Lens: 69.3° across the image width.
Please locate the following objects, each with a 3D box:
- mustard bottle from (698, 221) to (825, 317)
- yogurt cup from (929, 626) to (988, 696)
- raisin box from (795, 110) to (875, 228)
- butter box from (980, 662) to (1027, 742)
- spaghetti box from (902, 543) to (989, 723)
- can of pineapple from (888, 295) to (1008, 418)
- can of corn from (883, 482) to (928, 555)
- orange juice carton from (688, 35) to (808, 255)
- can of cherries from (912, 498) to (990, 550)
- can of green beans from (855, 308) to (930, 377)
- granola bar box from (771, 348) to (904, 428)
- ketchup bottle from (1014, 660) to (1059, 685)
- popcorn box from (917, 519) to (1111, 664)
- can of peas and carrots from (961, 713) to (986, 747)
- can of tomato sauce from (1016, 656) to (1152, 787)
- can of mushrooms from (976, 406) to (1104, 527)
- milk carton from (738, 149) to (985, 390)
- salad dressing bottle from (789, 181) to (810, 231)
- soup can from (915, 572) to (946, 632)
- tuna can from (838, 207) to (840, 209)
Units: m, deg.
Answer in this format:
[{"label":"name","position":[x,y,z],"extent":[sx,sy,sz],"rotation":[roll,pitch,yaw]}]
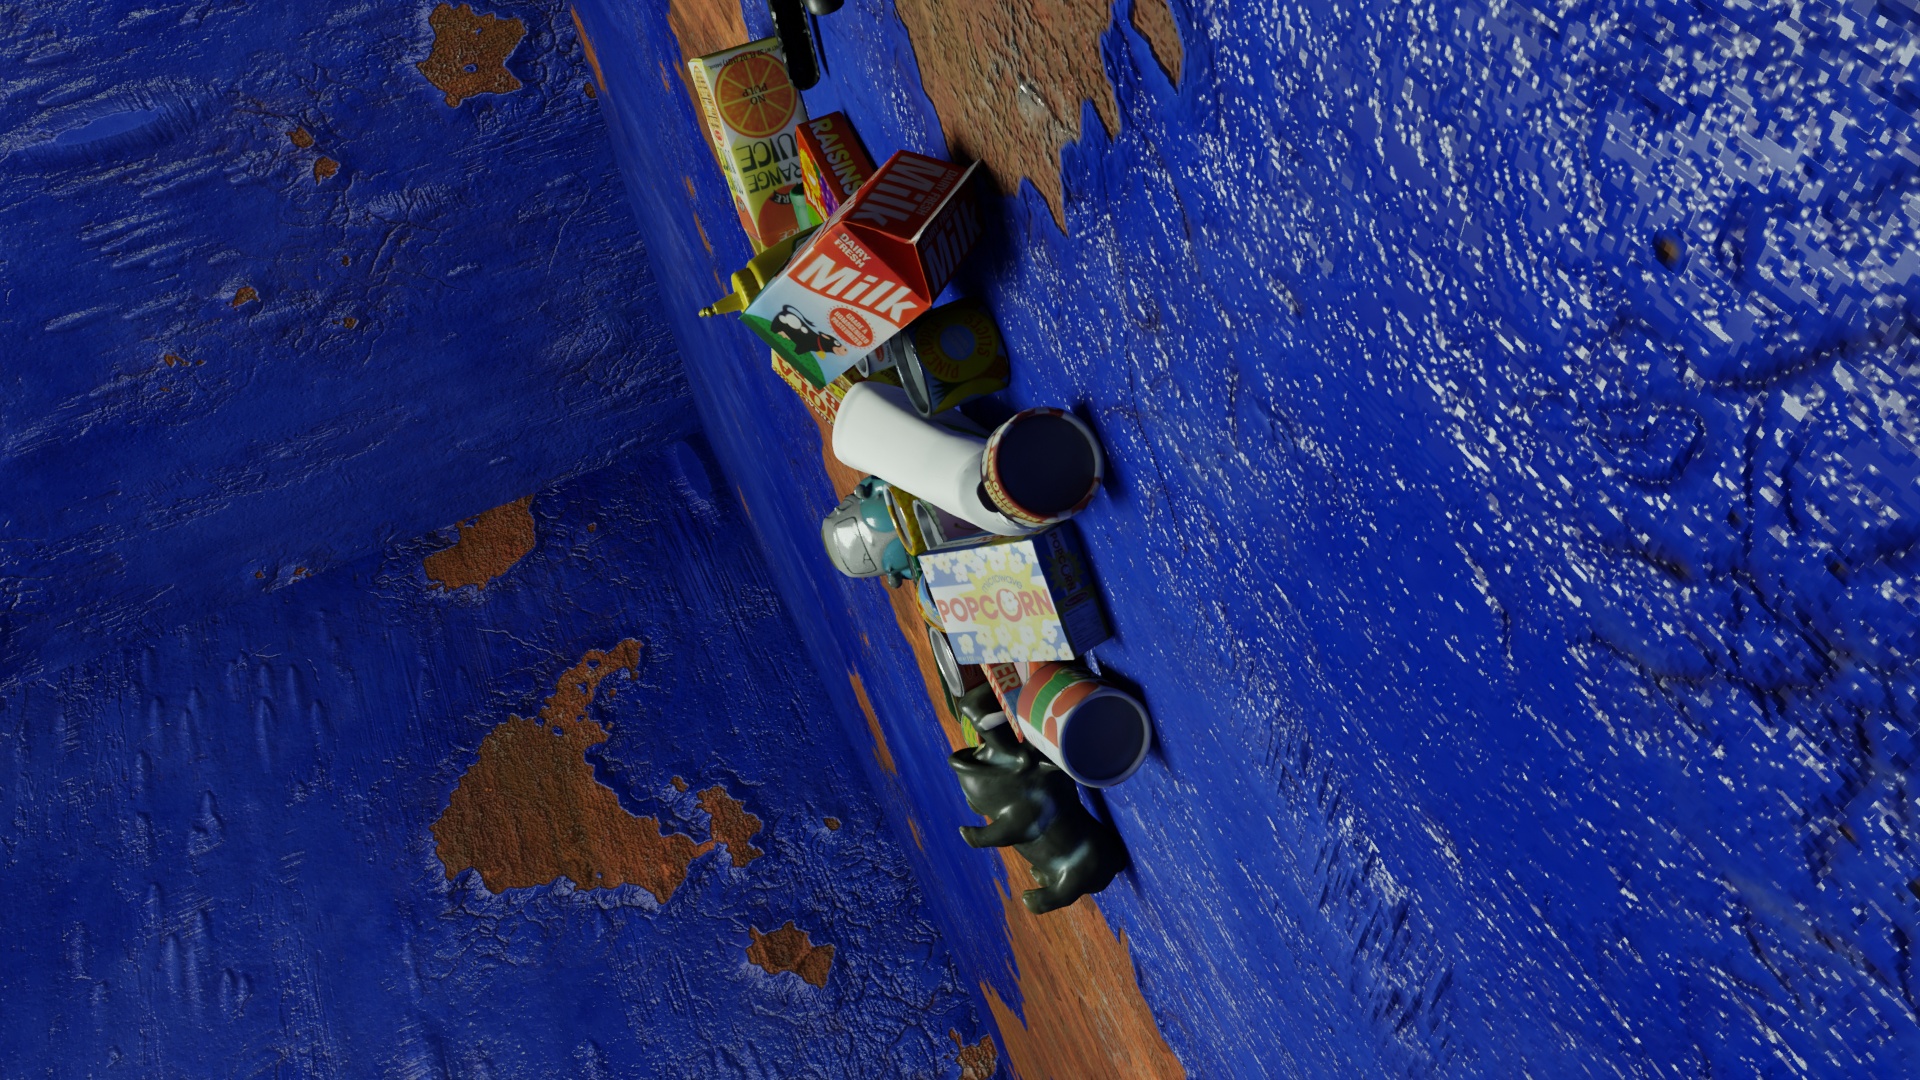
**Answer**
[{"label":"mustard bottle","position":[-0.109,-0.186,0.986],"extent":[0.065,0.160,0.048],"rotation":[62,165,18]},{"label":"yogurt cup","position":[0.010,0.097,1.229],"extent":[0.072,0.054,0.072],"rotation":[159,89,-78]},{"label":"raisin box","position":[-0.088,-0.254,1.069],"extent":[0.123,0.040,0.086],"rotation":[89,156,-63]},{"label":"butter box","position":[0.048,0.100,1.068],"extent":[0.024,0.053,0.104],"rotation":[92,153,-58]},{"label":"spaghetti box","position":[-0.010,0.059,1.261],"extent":[0.029,0.050,0.248],"rotation":[47,156,54]},{"label":"can of pineapple","position":[-0.008,-0.120,0.904],"extent":[0.071,0.058,0.071],"rotation":[159,89,-78]},{"label":"can of corn","position":[-0.024,-0.025,1.148],"extent":[0.071,0.058,0.071],"rotation":[159,89,-78]},{"label":"orange juice carton","position":[-0.164,-0.326,1.192],"extent":[0.073,0.072,0.192],"rotation":[-137,28,-64]},{"label":"can of cherries","position":[0.004,-0.013,1.048],"extent":[0.071,0.058,0.071],"rotation":[159,88,-79]},{"label":"can of green beans","position":[-0.056,-0.163,1.042],"extent":[0.071,0.058,0.071],"rotation":[159,89,-78]},{"label":"granola bar box","position":[-0.090,-0.127,1.176],"extent":[0.166,0.039,0.123],"rotation":[45,162,9]},{"label":"ketchup bottle","position":[0.059,0.078,1.006],"extent":[0.148,0.043,0.064],"rotation":[68,165,-5]},{"label":"popcorn box","position":[0.034,0.037,0.936],"extent":[0.126,0.038,0.085],"rotation":[-9,104,52]},{"label":"can of peas and carrots","position":[0.038,0.160,1.180],"extent":[0.058,0.071,0.071],"rotation":[167,81,-77]},{"label":"can of tomato sauce","position":[0.083,0.119,0.925],"extent":[0.083,0.071,0.071],"rotation":[-155,44,-72]},{"label":"can of mushrooms","position":[0.044,-0.040,0.787],"extent":[0.033,0.071,0.071],"rotation":[153,95,-76]},{"label":"milk carton","position":[-0.053,-0.168,0.845],"extent":[0.073,0.073,0.190],"rotation":[42,147,-16]},{"label":"salad dressing bottle","position":[-0.109,-0.233,1.184],"extent":[0.064,0.044,0.147],"rotation":[46,155,53]},{"label":"soup can","position":[-0.001,0.042,1.142],"extent":[0.083,0.071,0.071],"rotation":[119,128,-75]},{"label":"tuna can","position":[-0.058,-0.208,0.937],"extent":[0.071,0.071,0.033],"rotation":[125,123,-76]}]
